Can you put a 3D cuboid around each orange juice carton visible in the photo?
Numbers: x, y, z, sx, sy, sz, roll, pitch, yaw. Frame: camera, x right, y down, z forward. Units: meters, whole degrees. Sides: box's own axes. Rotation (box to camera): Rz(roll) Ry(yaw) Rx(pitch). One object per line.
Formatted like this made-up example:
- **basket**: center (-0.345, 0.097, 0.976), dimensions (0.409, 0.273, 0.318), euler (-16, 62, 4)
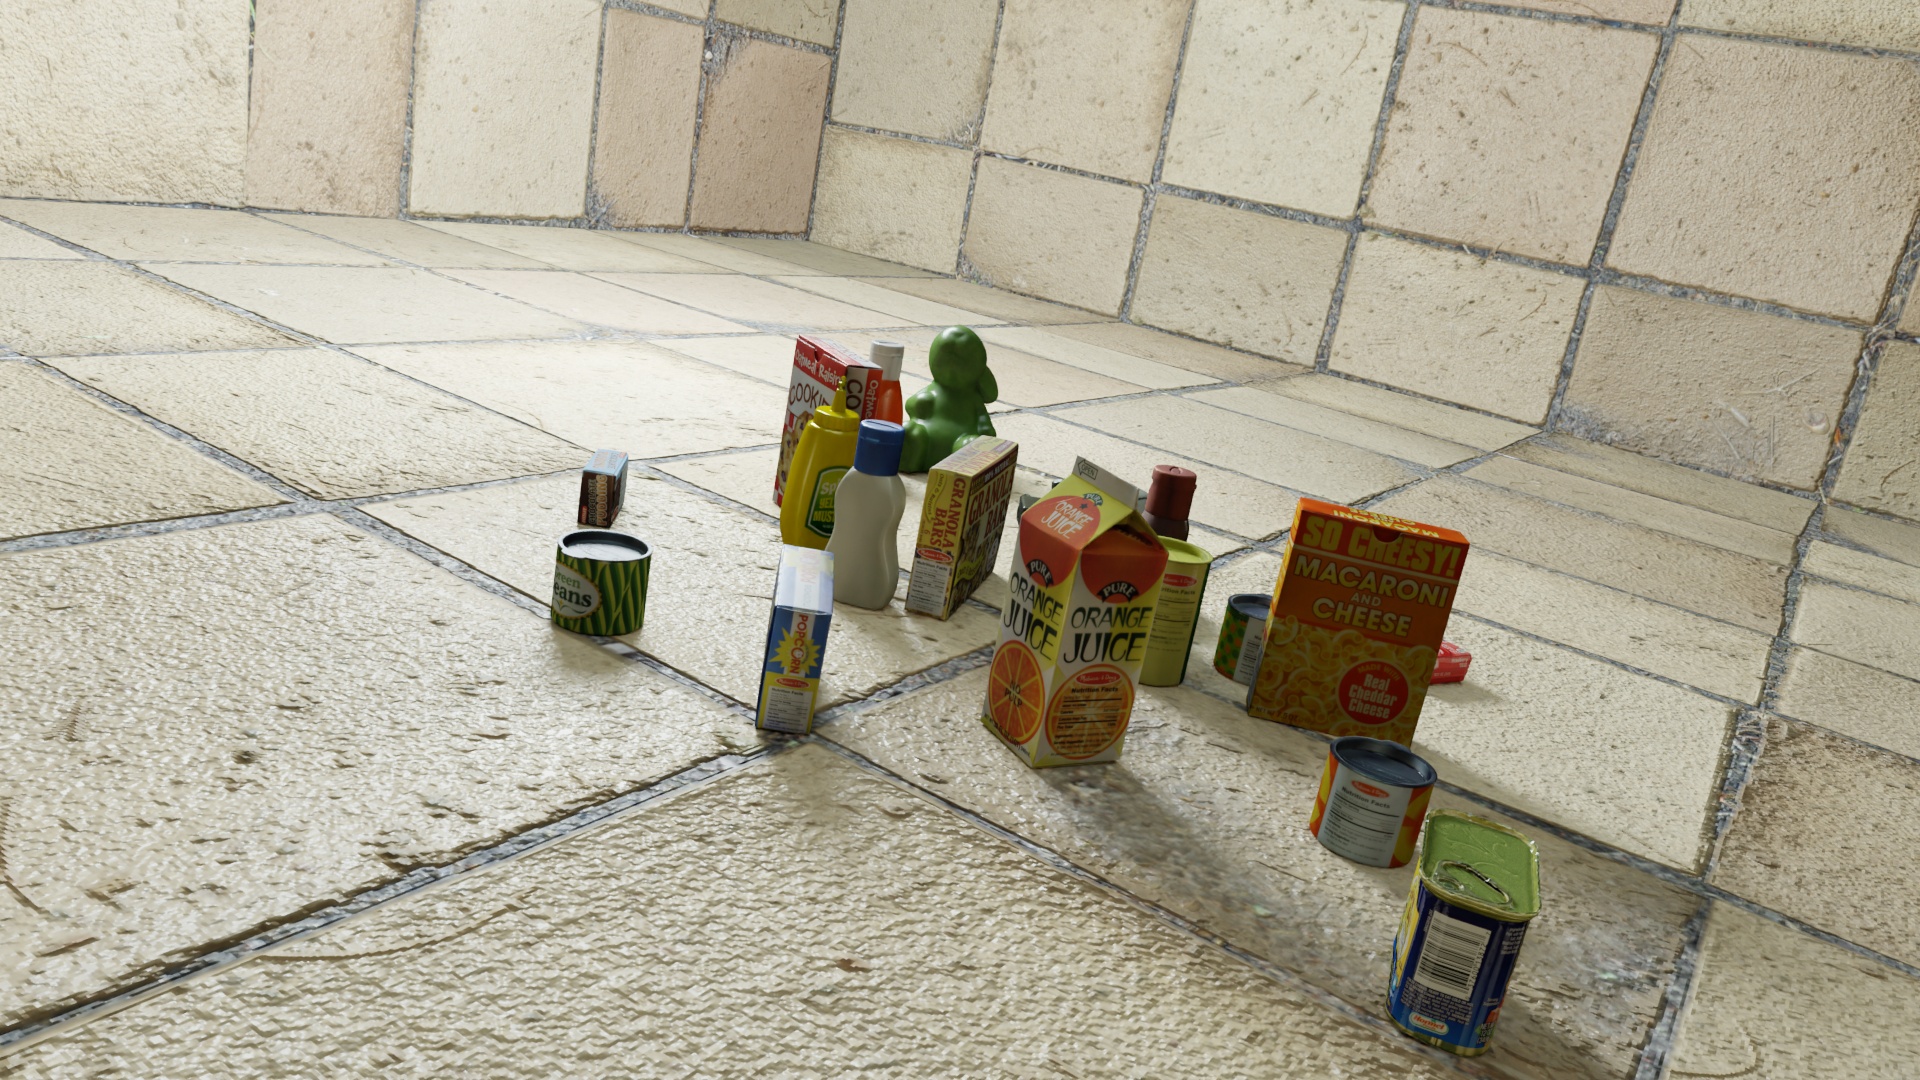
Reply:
- **orange juice carton**: center (0.077, 0.046, 0.909), dimensions (0.073, 0.192, 0.072), euler (1, 19, -30)

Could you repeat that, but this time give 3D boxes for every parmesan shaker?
- **parmesan shaker**: center (0.151, 0.054, 1.086), dimensions (0.071, 0.102, 0.071), euler (10, 16, -3)

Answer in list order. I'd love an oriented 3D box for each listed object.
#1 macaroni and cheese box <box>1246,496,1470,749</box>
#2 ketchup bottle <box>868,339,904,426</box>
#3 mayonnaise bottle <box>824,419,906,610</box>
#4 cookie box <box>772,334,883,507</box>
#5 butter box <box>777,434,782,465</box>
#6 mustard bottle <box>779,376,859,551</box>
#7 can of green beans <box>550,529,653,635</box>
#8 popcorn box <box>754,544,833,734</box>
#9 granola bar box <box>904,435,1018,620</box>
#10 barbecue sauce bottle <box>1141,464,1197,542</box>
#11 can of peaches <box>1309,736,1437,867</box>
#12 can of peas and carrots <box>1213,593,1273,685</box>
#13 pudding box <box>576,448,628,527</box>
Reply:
- **macaroni and cheese box**: center (0.294, 0.063, 1.035), dimensions (0.124, 0.166, 0.040), euler (12, 16, 6)
- **ketchup bottle**: center (-0.089, -0.141, 1.503), dimensions (0.065, 0.148, 0.043), euler (-2, 20, -37)
- **mayonnaise bottle**: center (-0.074, -0.022, 1.116), dimensions (0.065, 0.147, 0.041), euler (15, 16, 15)
- **cookie box**: center (-0.127, -0.097, 1.299), dimensions (0.040, 0.166, 0.123), euler (1, 19, -30)
- **butter box**: center (-0.136, -0.073, 1.416), dimensions (0.103, 0.053, 0.024), euler (15, 17, 16)
- **mustard bottle**: center (-0.116, -0.065, 1.212), dimensions (0.065, 0.159, 0.049), euler (0, 19, -34)
- **can of green beans**: center (-0.256, 0.030, 0.990), dimensions (0.071, 0.057, 0.071), euler (10, 16, -3)
- **popcorn box**: center (-0.109, 0.063, 0.923), dimensions (0.038, 0.085, 0.127), euler (9, 16, -8)
- **granola bar box**: center (0.004, -0.015, 1.185), dimensions (0.039, 0.123, 0.166), euler (14, 17, 12)
- **barbecue sauce bottle**: center (0.163, 0.013, 1.152), dimensions (0.044, 0.148, 0.065), euler (14, 16, 10)
- **can of peaches**: center (0.259, 0.163, 0.871), dimensions (0.071, 0.058, 0.071), euler (10, 16, -3)
- **can of peas and carrots**: center (0.244, 0.081, 1.133), dimensions (0.071, 0.058, 0.071), euler (10, 16, -3)
- **pudding box**: center (-0.314, -0.047, 1.223), dimensions (0.030, 0.049, 0.084), euler (9, 16, -8)
